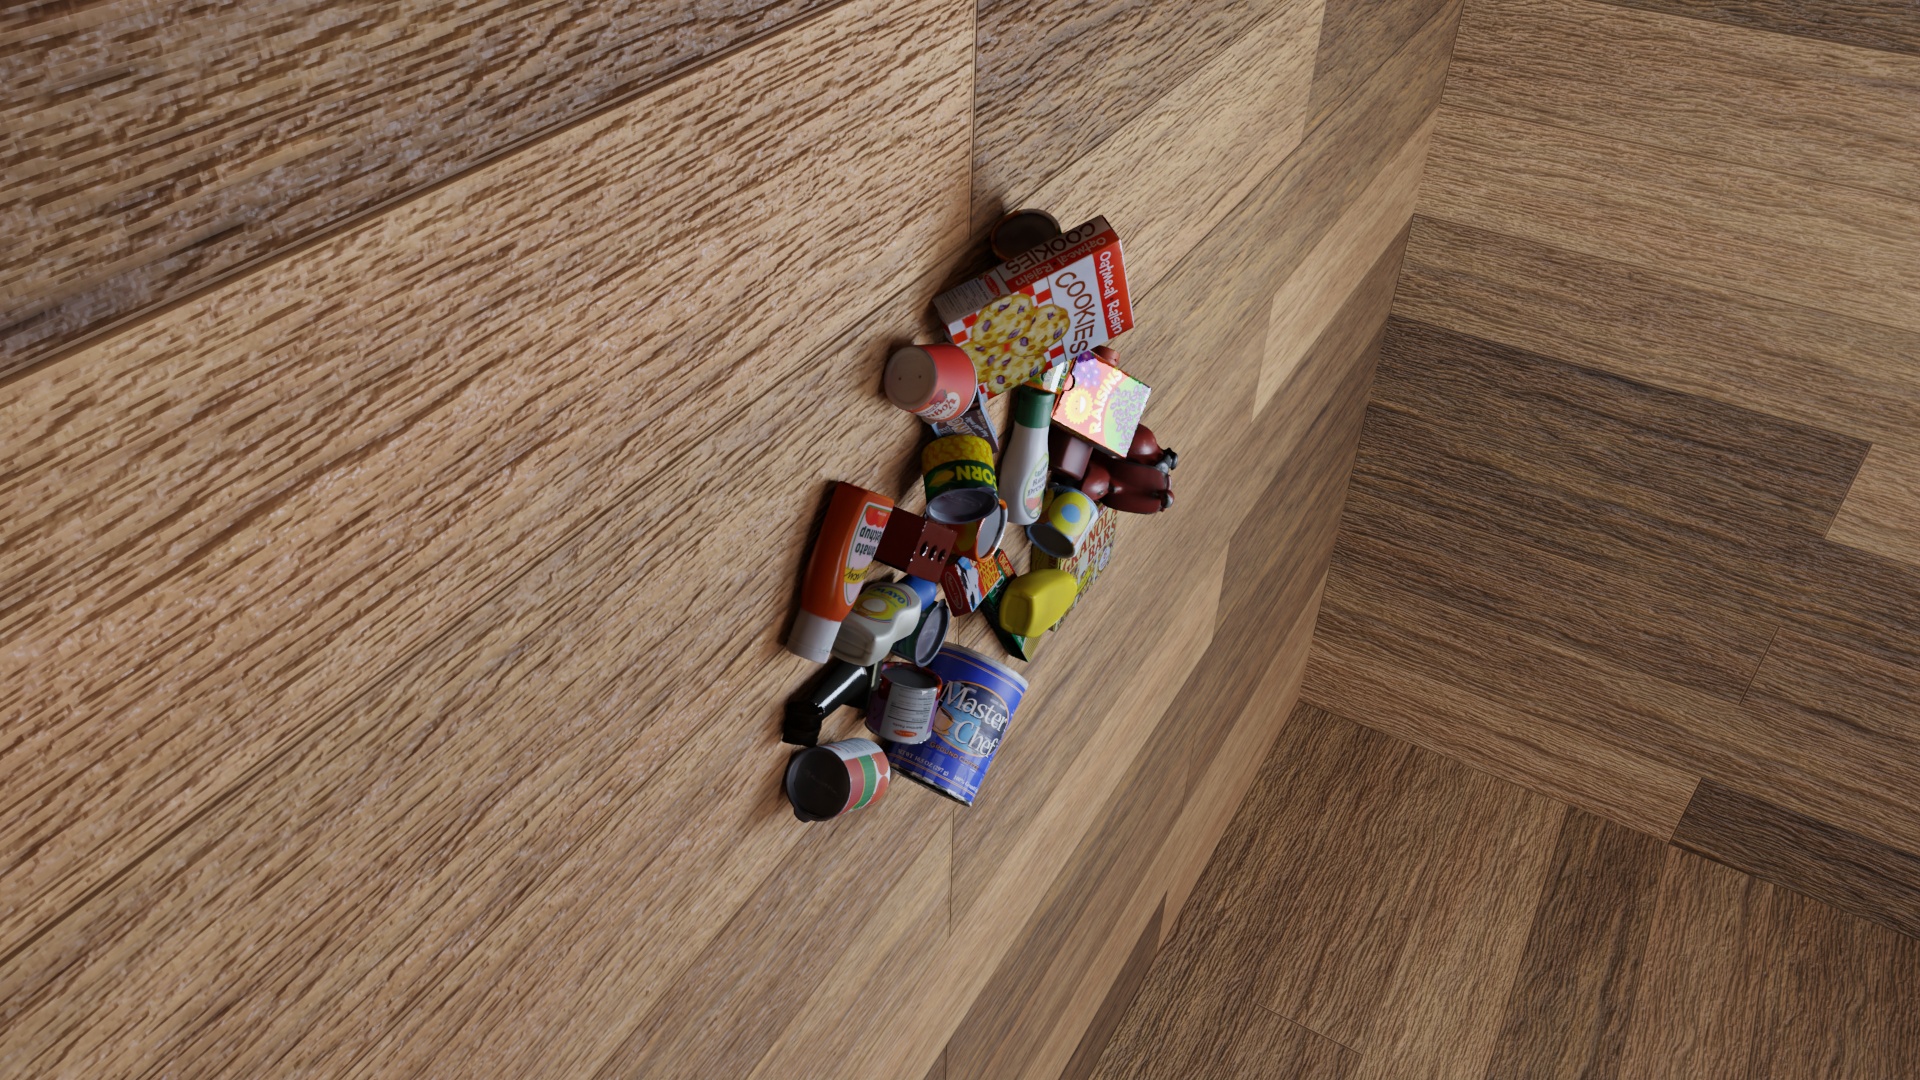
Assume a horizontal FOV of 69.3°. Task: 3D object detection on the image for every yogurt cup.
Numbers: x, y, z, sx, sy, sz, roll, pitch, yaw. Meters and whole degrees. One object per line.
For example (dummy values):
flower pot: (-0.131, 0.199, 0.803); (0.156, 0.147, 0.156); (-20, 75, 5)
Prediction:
yogurt cup: (-0.028, -0.134, 1.165); (0.054, 0.072, 0.072); (-1, 110, -57)

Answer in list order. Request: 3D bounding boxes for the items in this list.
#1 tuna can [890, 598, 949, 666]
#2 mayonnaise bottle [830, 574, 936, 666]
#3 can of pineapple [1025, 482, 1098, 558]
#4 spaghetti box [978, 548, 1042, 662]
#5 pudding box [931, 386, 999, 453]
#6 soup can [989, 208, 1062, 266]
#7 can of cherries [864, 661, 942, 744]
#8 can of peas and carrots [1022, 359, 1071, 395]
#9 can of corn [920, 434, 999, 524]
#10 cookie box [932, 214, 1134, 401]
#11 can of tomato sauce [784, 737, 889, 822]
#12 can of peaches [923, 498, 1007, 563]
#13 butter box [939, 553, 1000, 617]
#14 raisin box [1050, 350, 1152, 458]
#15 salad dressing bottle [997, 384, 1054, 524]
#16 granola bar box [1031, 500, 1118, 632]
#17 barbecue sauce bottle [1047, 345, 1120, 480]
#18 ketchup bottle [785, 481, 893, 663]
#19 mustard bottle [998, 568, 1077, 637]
tuna can: (-0.040, 0.085, 1.359); (0.071, 0.033, 0.070); (-48, 149, -41)
mayonnaise bottle: (-0.069, 0.065, 1.244); (0.149, 0.065, 0.041); (-34, 144, -60)
can of pineapple: (0.113, -0.022, 1.576); (0.058, 0.071, 0.070); (-58, 155, -26)
spaghetti box: (0.051, 0.073, 1.558); (0.050, 0.029, 0.249); (-64, 157, -16)
pudding box: (0.002, -0.106, 1.268); (0.083, 0.049, 0.030); (62, 15, -61)
soup can: (0.064, -0.250, 1.270); (0.071, 0.071, 0.083); (-60, 155, -21)
can of cherries: (-0.056, 0.155, 1.345); (0.072, 0.071, 0.058); (-19, 125, -62)
can of peas and carrots: (0.077, -0.178, 1.353); (0.071, 0.071, 0.058); (2, 108, -66)
can of corn: (0.001, -0.057, 1.259); (0.071, 0.071, 0.058); (62, 19, -61)
cookie box: (0.068, -0.204, 1.238); (0.167, 0.040, 0.122); (-27, 148, -3)
can of tomato sauce: (-0.111, 0.218, 1.267); (0.083, 0.071, 0.071); (4, 105, -67)
can of peaches: (0.005, -0.017, 1.341); (0.071, 0.058, 0.070); (-49, 150, -41)
butter box: (0.009, 0.033, 1.387); (0.053, 0.024, 0.104); (70, 23, -12)
raisin box: (0.142, -0.150, 1.496); (0.123, 0.040, 0.086); (24, 87, -39)
salad dressing bottle: (0.069, -0.090, 1.443); (0.064, 0.044, 0.147); (-35, 139, -52)
granola bar box: (0.140, 0.015, 1.697); (0.166, 0.039, 0.123); (-46, 148, -44)
barbecue sauce bottle: (0.137, -0.144, 1.552); (0.065, 0.044, 0.148); (24, 86, -60)
ketchup bottle: (-0.104, 0.027, 1.154); (0.065, 0.043, 0.148); (19, 92, -68)
mustard bottle: (0.094, 0.062, 1.542); (0.161, 0.049, 0.065); (-22, 126, -62)
